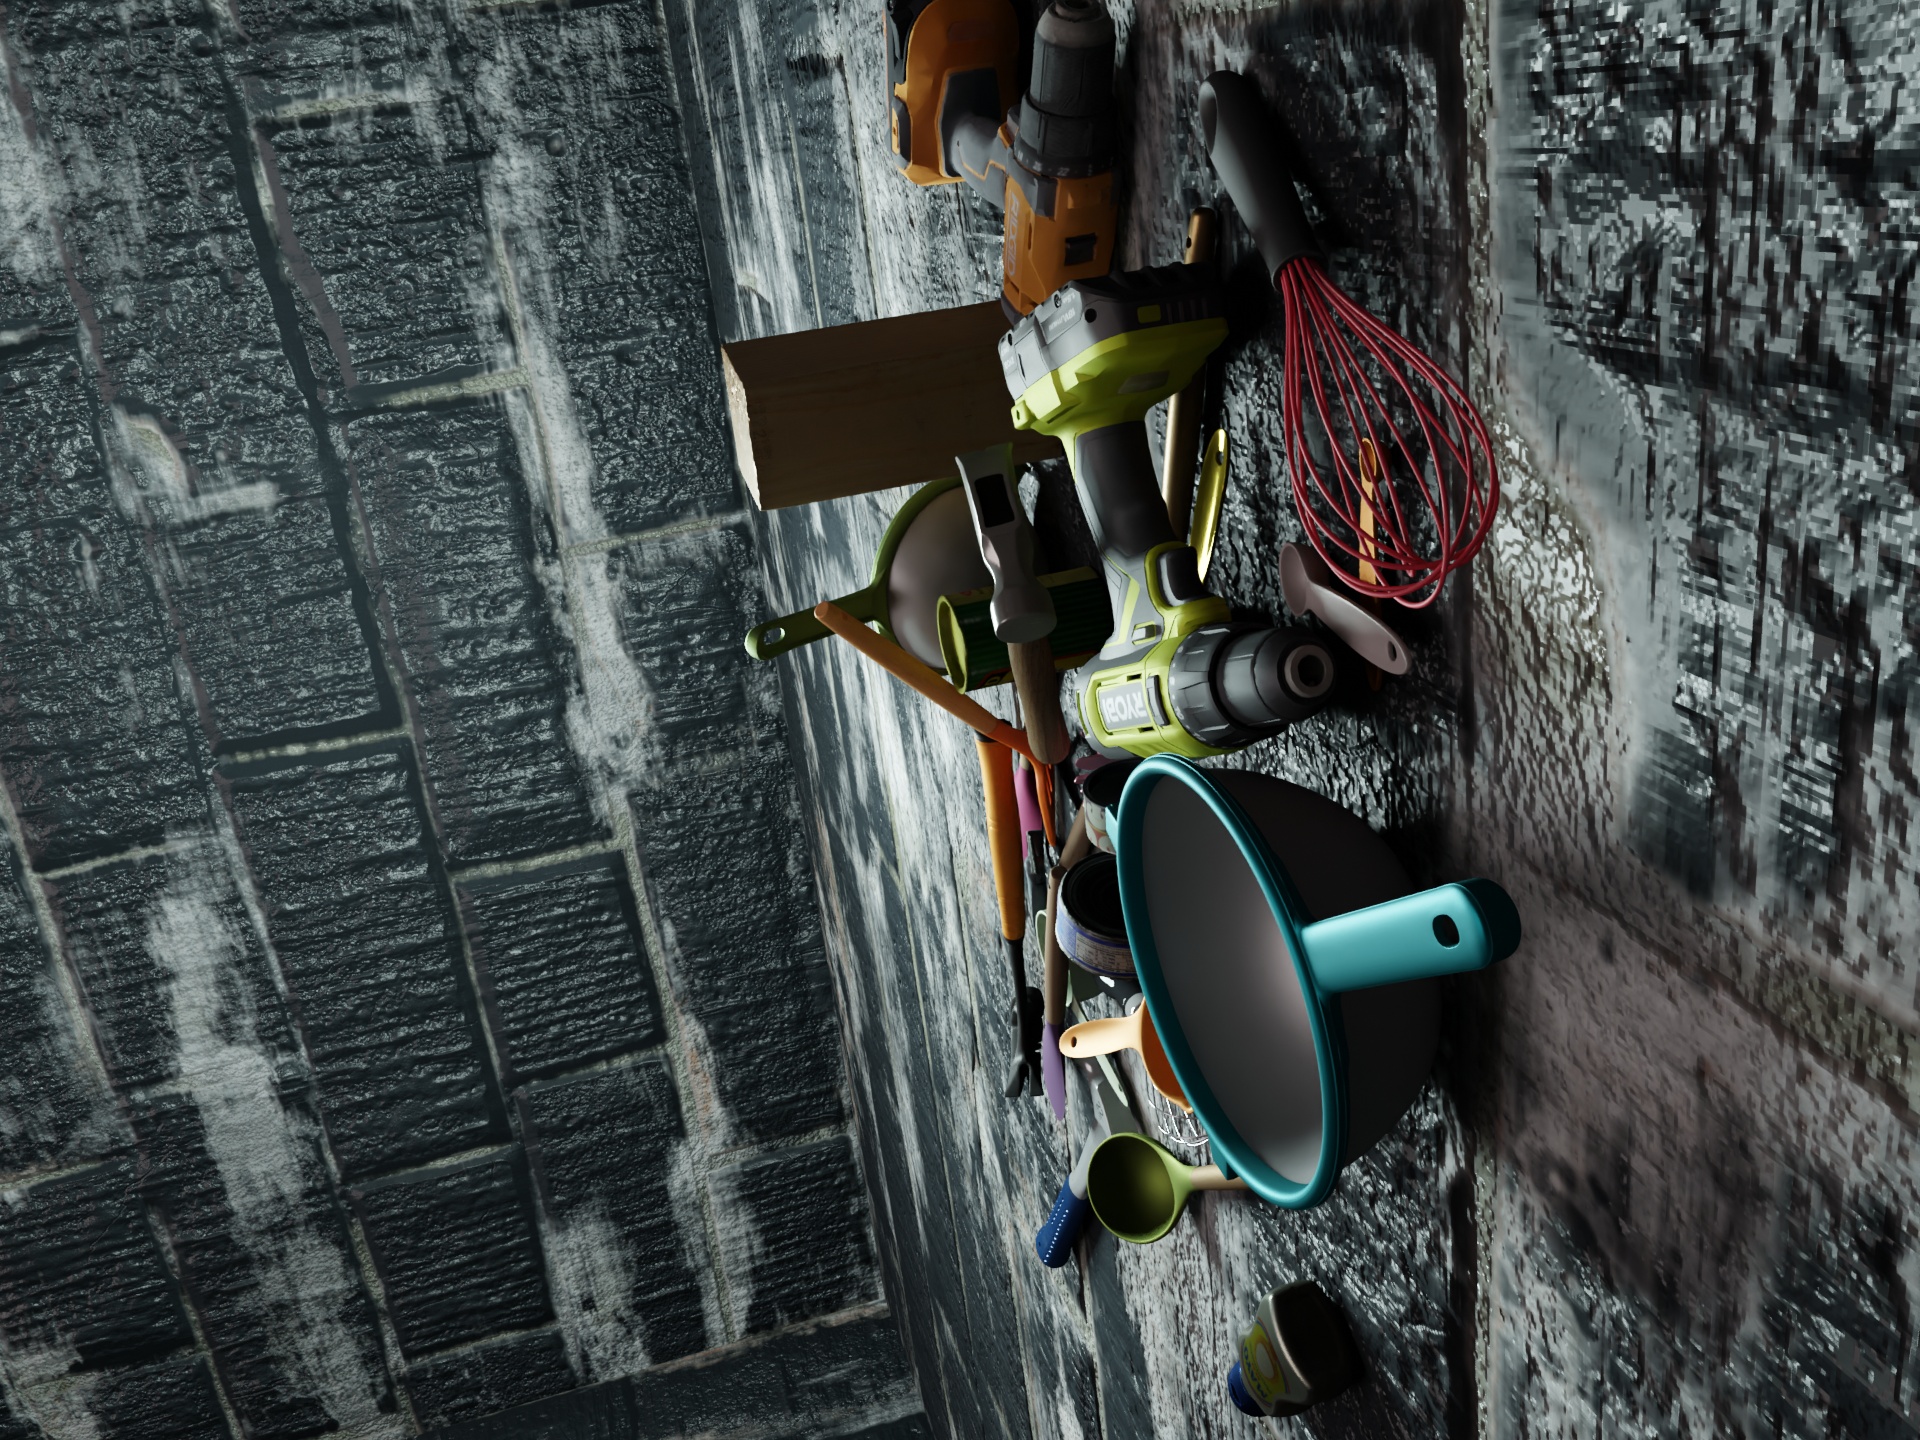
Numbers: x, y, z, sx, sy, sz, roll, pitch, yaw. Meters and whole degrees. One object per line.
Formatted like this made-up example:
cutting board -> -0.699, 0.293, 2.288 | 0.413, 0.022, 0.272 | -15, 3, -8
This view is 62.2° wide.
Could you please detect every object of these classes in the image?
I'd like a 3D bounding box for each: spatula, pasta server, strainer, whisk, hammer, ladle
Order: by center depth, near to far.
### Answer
whisk -> 0.141, -0.166, 0.632 | 0.073, 0.073, 0.296 | 96, 165, -55
strainer -> 0.168, 0.092, 0.670 | 0.340, 0.095, 0.211 | 131, 124, -72
ladle -> 0.115, -0.120, 0.854 | 0.069, 0.031, 0.315 | -123, 25, -46
hammer -> 0.038, -0.048, 0.920 | 0.331, 0.031, 0.130 | 71, -173, -68
ladle -> 0.152, 0.297, 1.023 | 0.320, 0.062, 0.078 | 123, 133, -69
whisk -> 0.130, 0.203, 1.044 | 0.285, 0.070, 0.070 | -132, 32, -74
strainer -> -0.025, -0.079, 1.084 | 0.069, 0.256, 0.151 | 25, 126, 42
spatula -> -0.002, -0.004, 1.099 | 0.322, 0.041, 0.081 | 35, -132, -47
pasta server -> 0.084, 0.070, 1.146 | 0.316, 0.040, 0.060 | 100, 176, -63
spatula -> 0.073, 0.212, 1.202 | 0.315, 0.018, 0.060 | 88, 168, -47
hammer -> 0.041, 0.152, 1.319 | 0.127, 0.034, 0.336 | -83, -12, -60
hammer -> 0.105, 0.406, 1.379 | 0.405, 0.035, 0.144 | 97, 158, -56

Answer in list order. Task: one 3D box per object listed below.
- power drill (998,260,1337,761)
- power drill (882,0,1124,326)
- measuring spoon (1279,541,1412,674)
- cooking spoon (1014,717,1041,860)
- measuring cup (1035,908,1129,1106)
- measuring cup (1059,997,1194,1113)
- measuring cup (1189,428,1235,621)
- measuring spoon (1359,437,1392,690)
power drill -> 0.098, -0.093, 0.757 | 0.190, 0.080, 0.228 | 167, 89, -71
power drill -> 0.026, -0.351, 0.911 | 0.185, 0.084, 0.226 | 92, 157, -48
measuring spoon -> 0.169, -0.048, 0.685 | 0.124, 0.018, 0.034 | -120, 20, -63
cooking spoon -> 0.056, 0.020, 1.266 | 0.318, 0.017, 0.069 | 96, 157, -55
measuring cup -> 0.105, 0.212, 1.201 | 0.083, 0.038, 0.168 | 92, 157, -52
measuring cup -> 0.124, 0.181, 0.914 | 0.173, 0.052, 0.095 | -26, 56, 56
measuring cup -> 0.134, -0.077, 0.824 | 0.062, 0.029, 0.156 | -129, 37, -52
measuring spoon -> 0.177, -0.064, 0.673 | 0.021, 0.011, 0.116 | -104, 4, -61
